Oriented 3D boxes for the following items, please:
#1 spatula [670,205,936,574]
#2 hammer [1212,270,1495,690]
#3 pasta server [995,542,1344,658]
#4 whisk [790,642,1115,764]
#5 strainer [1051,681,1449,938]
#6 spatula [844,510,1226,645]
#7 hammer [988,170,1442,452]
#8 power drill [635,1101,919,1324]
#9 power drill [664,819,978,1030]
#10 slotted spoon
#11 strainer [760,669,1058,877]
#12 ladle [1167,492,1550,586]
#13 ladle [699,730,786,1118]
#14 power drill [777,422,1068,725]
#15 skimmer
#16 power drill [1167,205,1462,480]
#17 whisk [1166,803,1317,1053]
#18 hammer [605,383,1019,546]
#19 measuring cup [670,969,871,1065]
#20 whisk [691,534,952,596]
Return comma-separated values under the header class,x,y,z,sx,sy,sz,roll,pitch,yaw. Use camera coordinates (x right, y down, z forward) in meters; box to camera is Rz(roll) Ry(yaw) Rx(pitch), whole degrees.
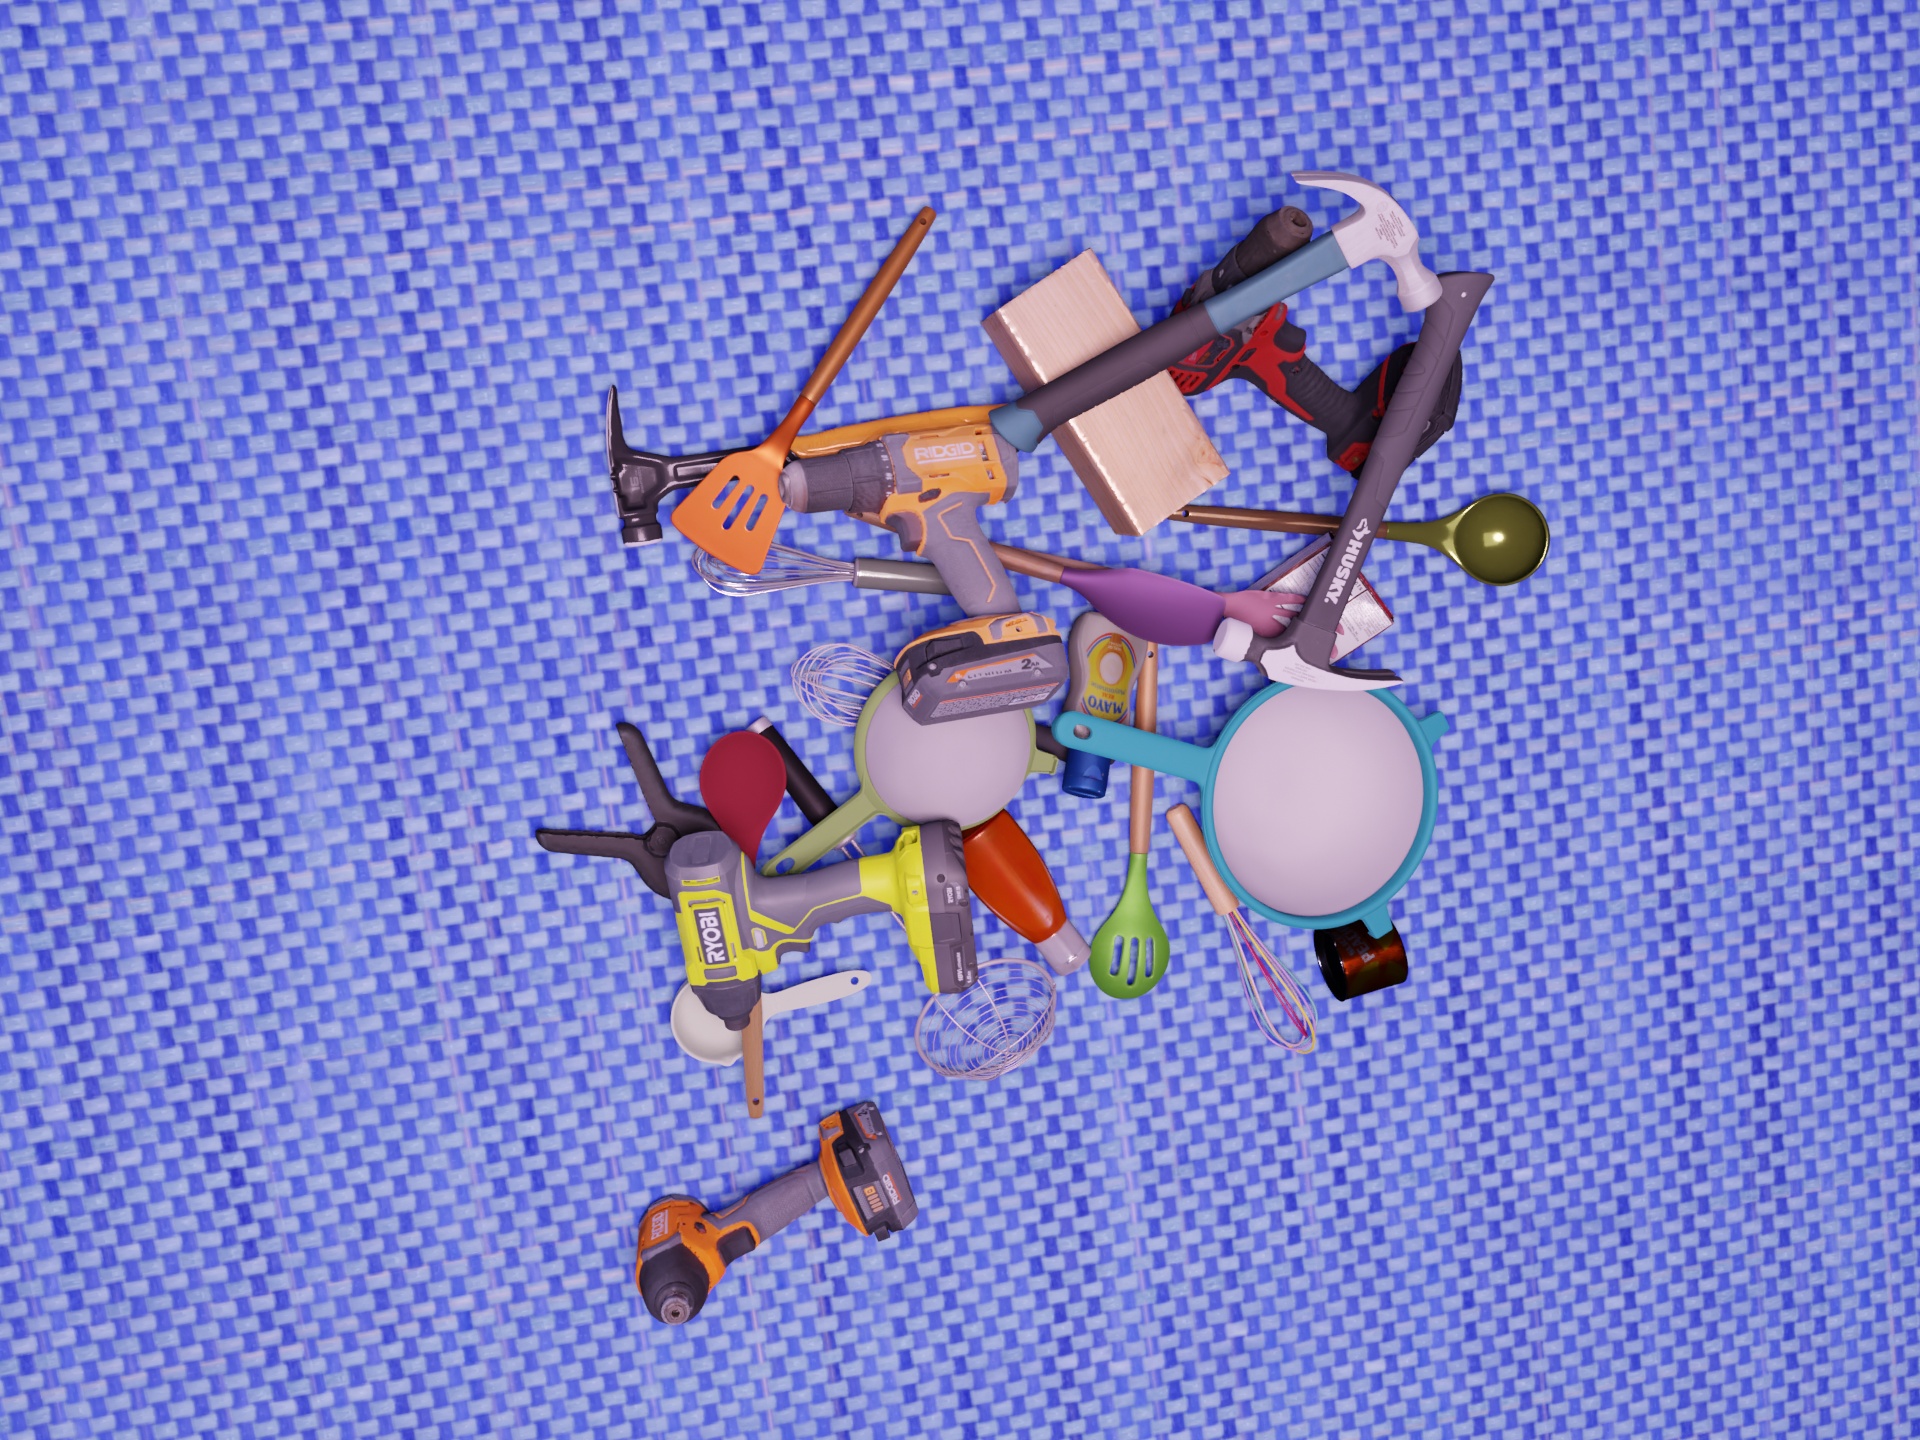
class,x,y,z,sx,sy,sz,roll,pitch,yaw
spatula,-0.108,-0.266,1.239,0.081,0.041,0.322,33,81,-7
hammer,0.321,-0.178,1.205,0.146,0.035,0.334,18,106,-8
pasta server,0.152,-0.105,1.289,0.316,0.040,0.060,13,120,3
whisk,-0.002,-0.004,1.300,0.284,0.070,0.070,15,95,-14
strainer,0.222,0.045,1.306,0.340,0.095,0.211,16,91,-15
spatula,0.057,-0.123,1.280,0.316,0.018,0.059,18,121,3
hammer,0.173,-0.286,1.165,0.331,0.033,0.128,-26,115,18
power drill,-0.153,0.403,1.275,0.226,0.164,0.084,-24,99,-6
power drill,-0.102,0.159,1.223,0.223,0.080,0.171,-7,120,-1
slotted spoon,0.150,0.086,1.346,0.070,0.031,0.314,2,95,-6
strainer,-0.046,0.057,1.240,0.256,0.069,0.151,-37,112,-5
ladle,0.332,-0.161,1.326,0.320,0.062,0.078,4,97,-5
ladle,-0.170,0.165,1.280,0.069,0.031,0.315,-2,93,-8
power drill,-0.028,-0.115,1.198,0.185,0.084,0.226,-9,73,-19
skimmer,-0.057,0.146,1.324,0.127,0.090,0.363,-38,90,3
power drill,0.281,-0.293,1.244,0.226,0.188,0.080,24,58,-12
whisk,0.243,0.179,1.362,0.051,0.047,0.245,-29,96,-2
hammer,-0.112,-0.224,1.269,0.337,0.034,0.127,-9,99,-7
measuring cup,-0.157,0.230,1.318,0.167,0.038,0.083,-13,96,-11
whisk,-0.092,-0.120,1.282,0.246,0.059,0.057,4,133,-12
